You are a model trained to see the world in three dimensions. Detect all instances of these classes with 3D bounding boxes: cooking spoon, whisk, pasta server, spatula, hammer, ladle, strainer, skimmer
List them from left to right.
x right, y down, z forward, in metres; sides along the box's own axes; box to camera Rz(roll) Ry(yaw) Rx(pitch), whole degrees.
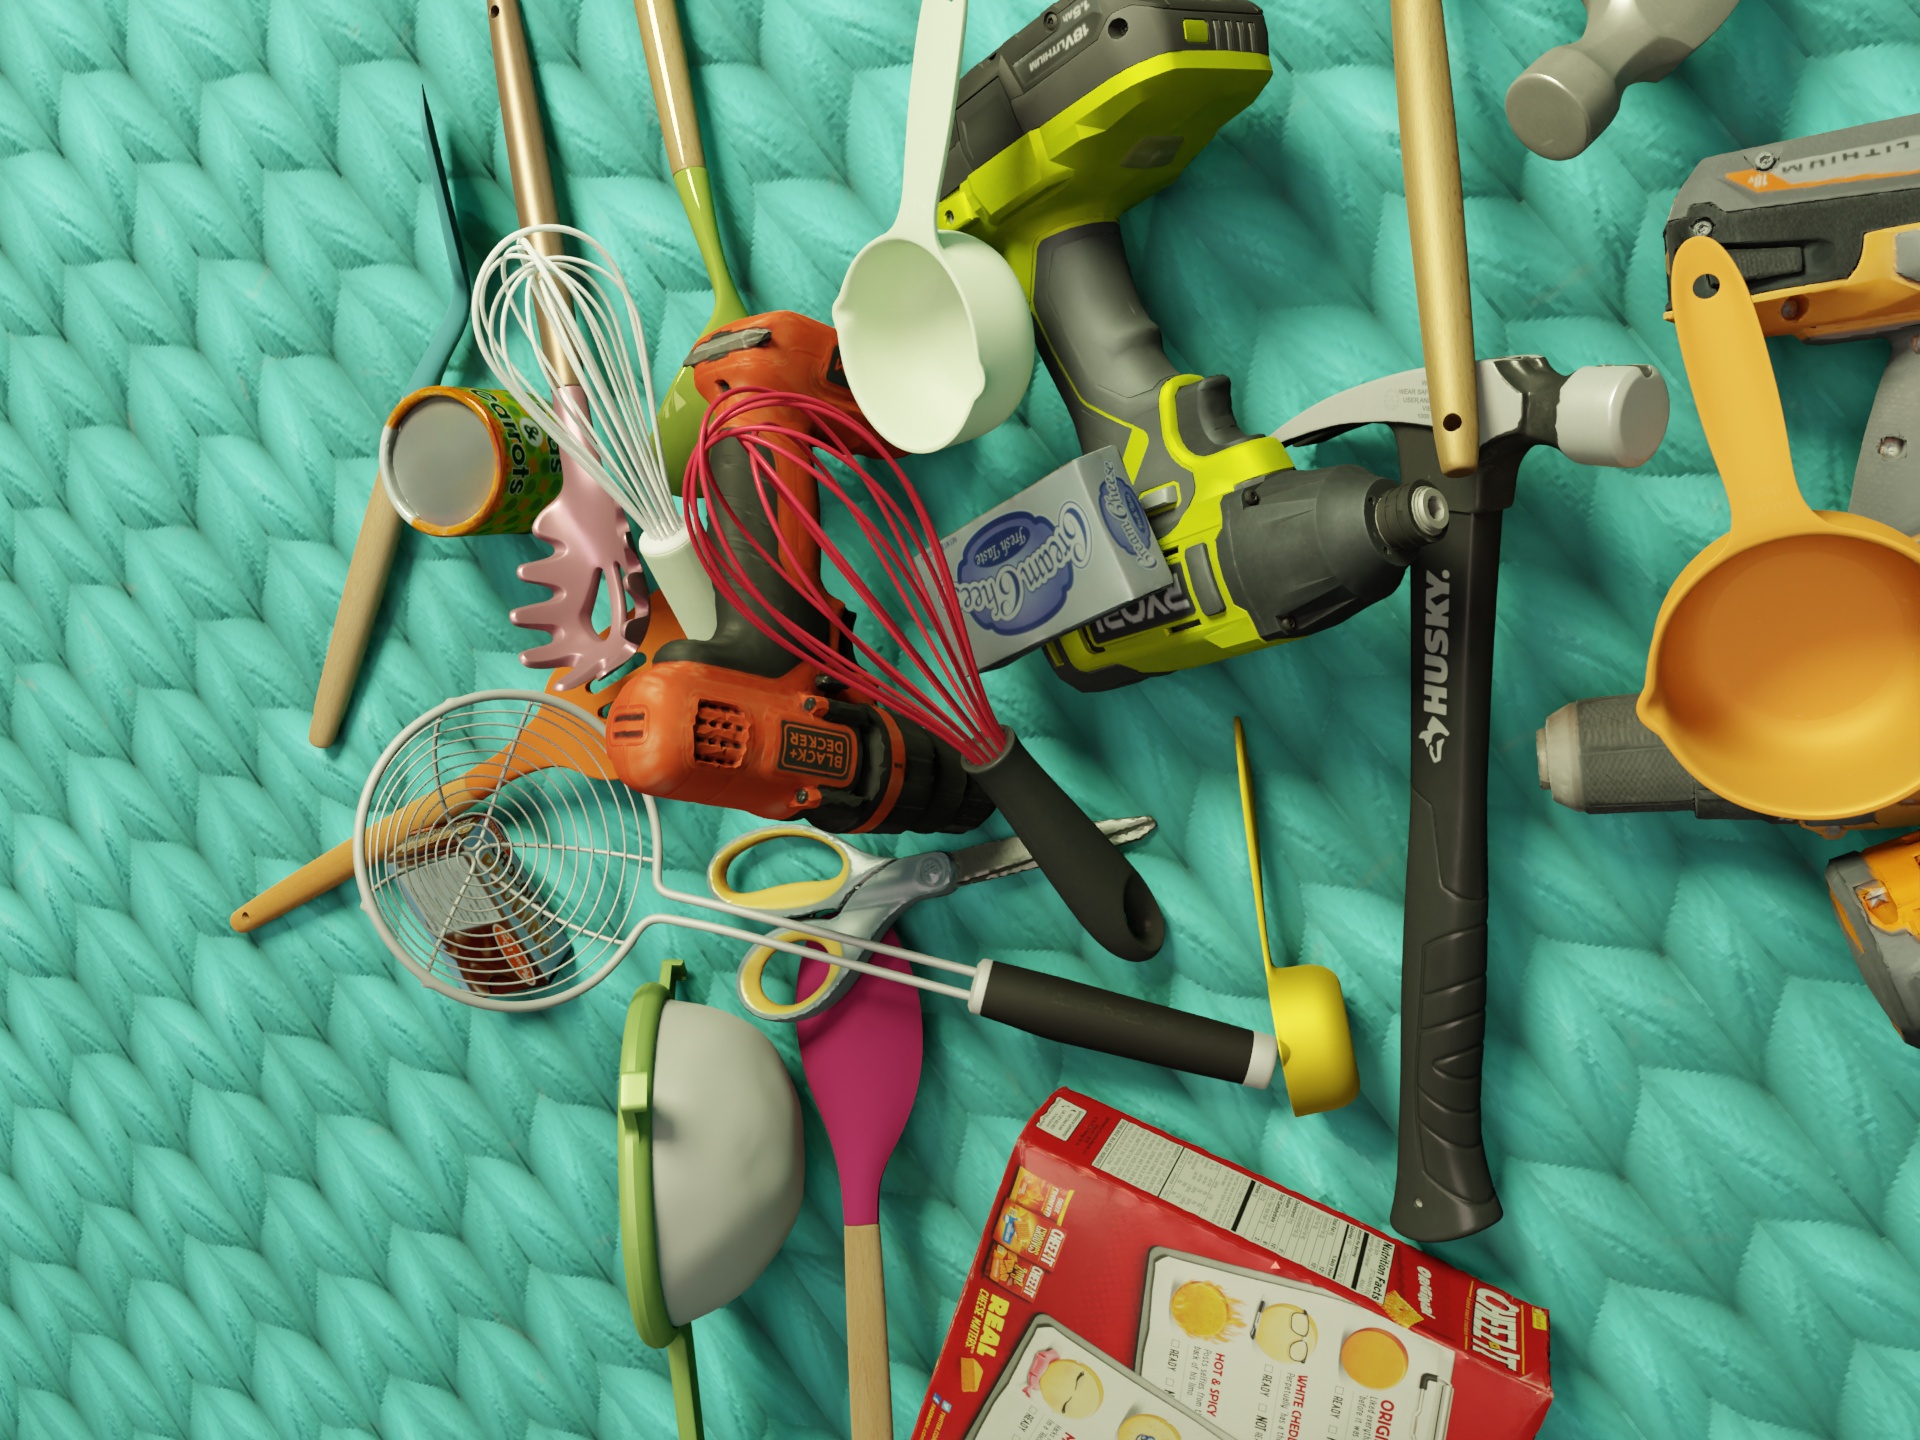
[{"bbox_3d":[-0.269,-0.128,0.737,0.044,0.082,0.317,14,112,-25],"label":"spatula"},{"bbox_3d":[-0.242,0.039,0.765,0.322,0.041,0.081,-27,89,26],"label":"spatula"},{"bbox_3d":[-0.176,-0.168,0.677,0.060,0.040,0.316,-13,83,23],"label":"pasta server"},{"bbox_3d":[-0.130,-0.251,0.663,0.062,0.078,0.320,-12,88,-2],"label":"ladle"},{"bbox_3d":[-0.118,-0.080,0.626,0.058,0.059,0.246,34,155,45],"label":"whisk"},{"bbox_3d":[-0.098,0.238,0.689,0.069,0.151,0.256,-5,100,-3],"label":"strainer"},{"bbox_3d":[-0.050,0.083,0.623,0.363,0.090,0.127,14,68,4],"label":"skimmer"},{"bbox_3d":[-0.040,0.239,0.671,0.069,0.017,0.319,-12,76,31],"label":"cooking spoon"},{"bbox_3d":[-0.001,-0.002,0.577,0.073,0.073,0.295,-24,125,22],"label":"whisk"},{"bbox_3d":[0.126,-0.339,0.502,0.130,0.031,0.331,-43,92,-12],"label":"hammer"},{"bbox_3d":[0.153,-0.232,0.529,0.069,0.031,0.315,-8,77,30],"label":"ladle"},{"bbox_3d":[0.173,0.039,0.579,0.146,0.035,0.334,17,116,52],"label":"hammer"}]

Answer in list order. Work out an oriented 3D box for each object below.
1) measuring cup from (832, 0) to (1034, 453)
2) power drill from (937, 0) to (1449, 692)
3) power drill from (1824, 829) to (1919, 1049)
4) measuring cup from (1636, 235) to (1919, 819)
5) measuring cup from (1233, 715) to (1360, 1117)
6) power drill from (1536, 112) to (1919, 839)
[{"bbox_3d":[-0.001,-0.175,0.546,0.083,0.038,0.167,34,129,37],"label":"measuring cup"},{"bbox_3d":[0.074,-0.132,0.564,0.171,0.080,0.223,-16,92,52],"label":"power drill"},{"bbox_3d":[0.385,0.110,0.477,0.164,0.084,0.226,-26,104,22],"label":"power drill"},{"bbox_3d":[0.241,-0.059,0.473,0.095,0.052,0.173,-15,98,28],"label":"measuring cup"},{"bbox_3d":[0.130,0.074,0.618,0.029,0.062,0.156,-9,84,11],"label":"measuring cup"},{"bbox_3d":[0.279,-0.071,0.523,0.185,0.084,0.226,-6,100,23],"label":"power drill"}]
